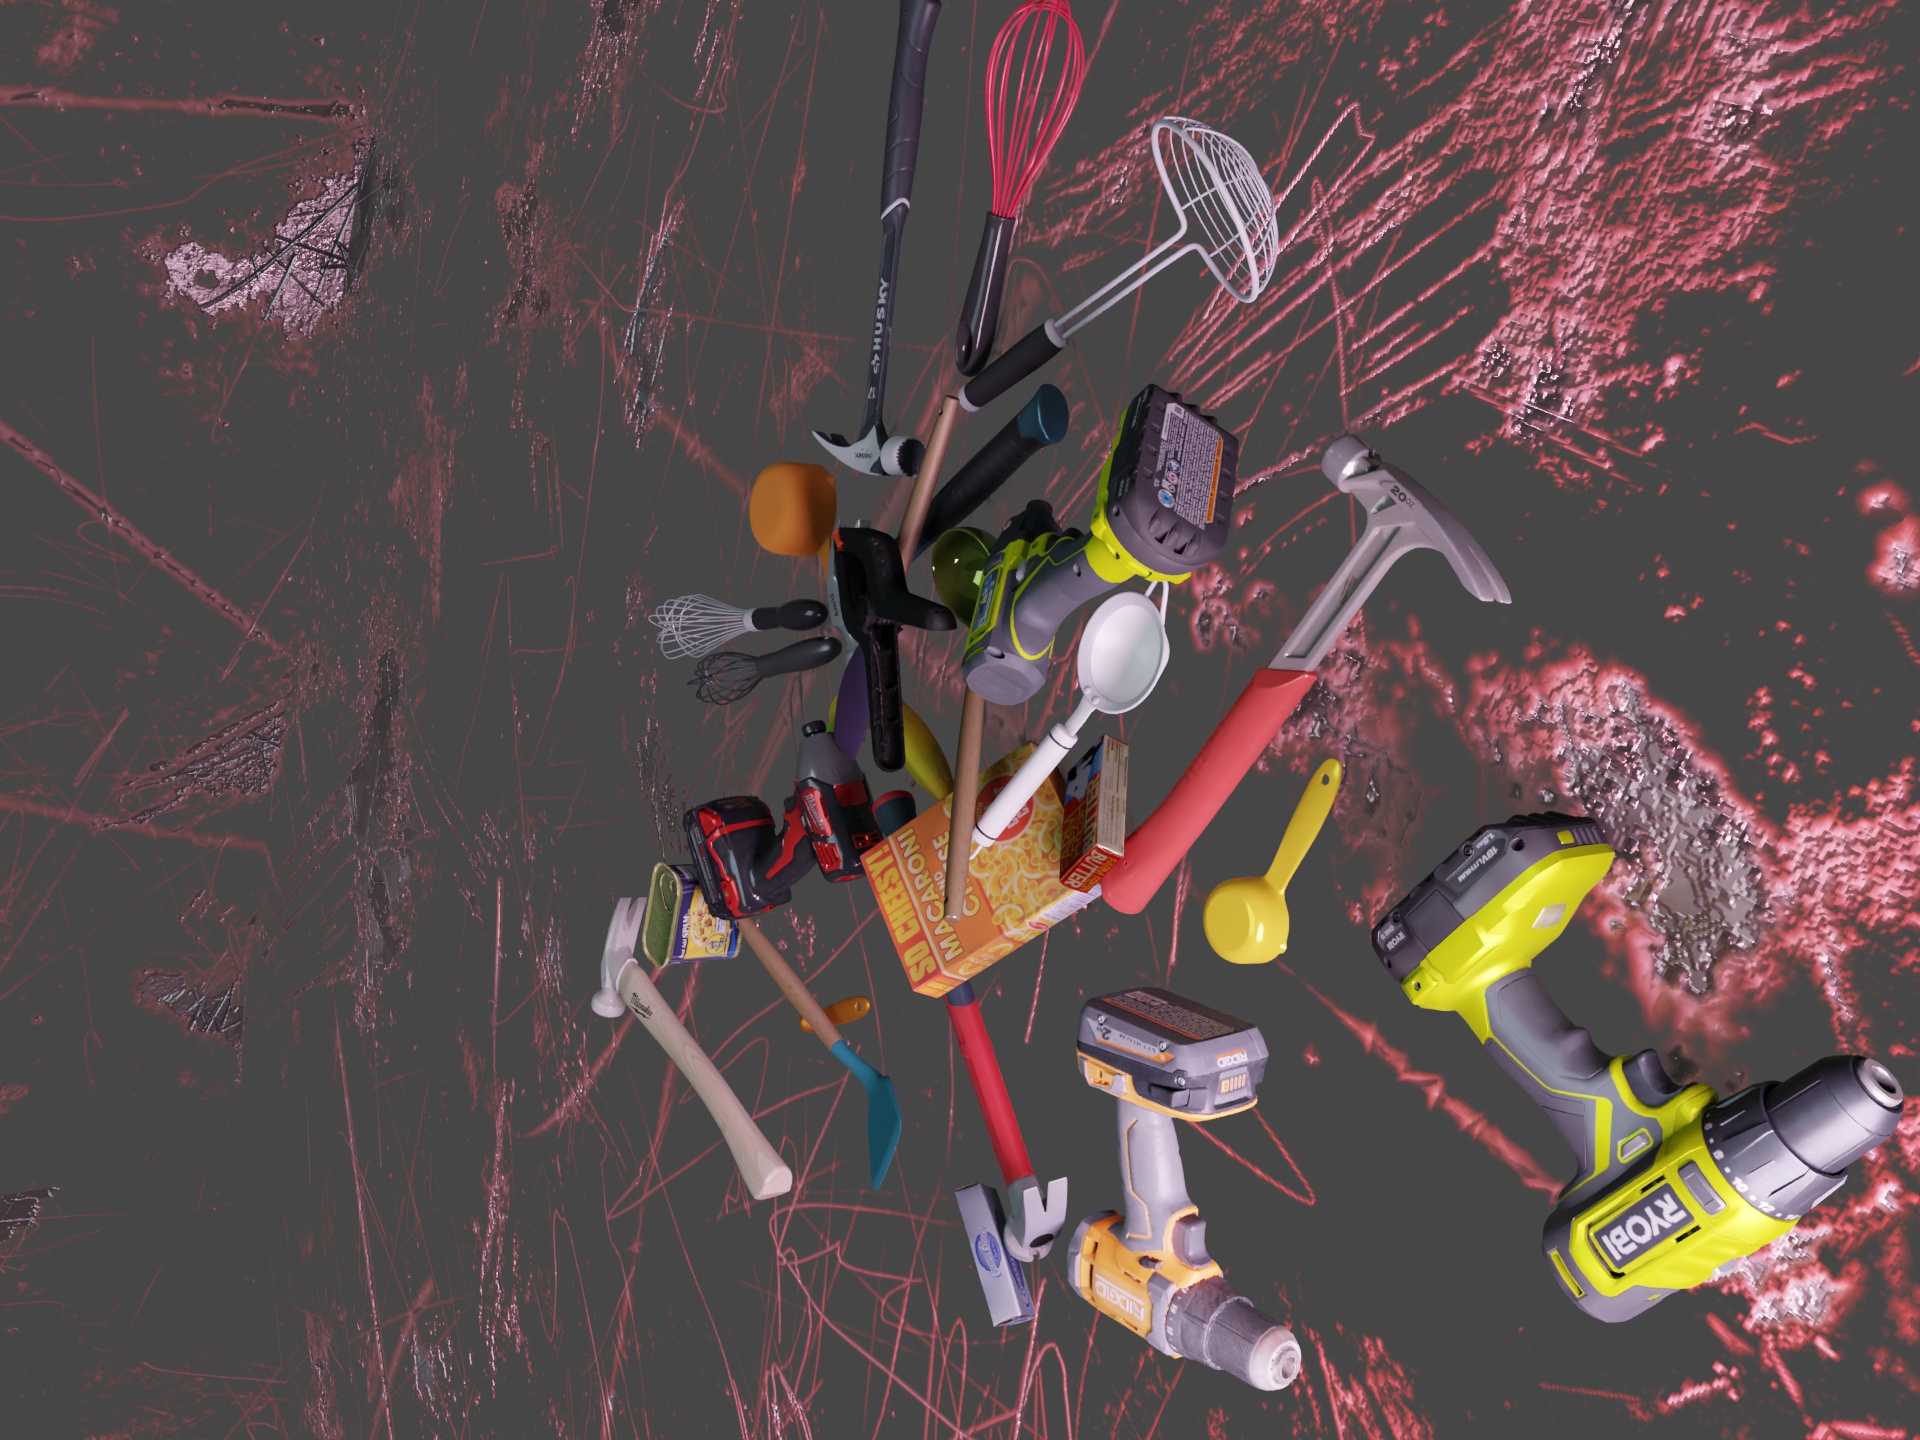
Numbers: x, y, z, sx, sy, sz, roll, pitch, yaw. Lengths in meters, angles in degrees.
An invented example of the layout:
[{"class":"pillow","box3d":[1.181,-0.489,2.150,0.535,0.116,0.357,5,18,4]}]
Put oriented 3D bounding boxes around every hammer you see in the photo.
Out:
[{"class":"hammer","box3d":[-0.279,0.341,1.644,0.411,0.038,0.146,38,117,47]},{"class":"hammer","box3d":[0.001,0.212,1.233,0.143,0.038,0.387,94,159,-57]},{"class":"hammer","box3d":[0.194,0.003,1.015,0.359,0.036,0.149,-59,46,33]},{"class":"hammer","box3d":[-0.060,-0.416,1.367,0.149,0.036,0.409,16,102,53]},{"class":"hammer","box3d":[-0.018,-0.165,1.306,0.331,0.033,0.128,-37,61,46]}]

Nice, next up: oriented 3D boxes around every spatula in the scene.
[{"class":"spatula","box3d":[-0.133,0.275,1.427,0.318,0.044,0.082,45,129,37]},{"class":"spatula","box3d":[-0.055,-0.115,1.306,0.060,0.018,0.315,44,122,48]}]

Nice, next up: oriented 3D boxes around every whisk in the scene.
[{"class":"whisk","box3d":[-0.188,-0.052,1.523,0.239,0.055,0.055,-11,80,49]},{"class":"whisk","box3d":[0.036,-0.407,1.222,0.073,0.073,0.295,43,129,45]},{"class":"whisk","box3d":[-0.218,-0.096,1.560,0.285,0.070,0.070,0,89,49]}]

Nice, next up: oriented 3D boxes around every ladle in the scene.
[{"class":"ladle","box3d":[-0.002,-0.004,1.185,0.078,0.062,0.320,-37,41,52]}]

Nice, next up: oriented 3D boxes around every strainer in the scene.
[{"class":"strainer","box3d":[0.079,0.005,1.128,0.258,0.050,0.087,-52,44,20]}]

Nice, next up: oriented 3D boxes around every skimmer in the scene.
[{"class":"skimmer","box3d":[0.086,-0.292,1.119,0.363,0.090,0.127,-25,97,52]}]

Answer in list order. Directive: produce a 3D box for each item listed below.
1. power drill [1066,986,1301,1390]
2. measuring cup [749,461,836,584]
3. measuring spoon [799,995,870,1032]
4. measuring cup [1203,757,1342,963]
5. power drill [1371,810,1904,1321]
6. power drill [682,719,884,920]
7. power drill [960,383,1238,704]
[{"class":"power drill","box3d":[0.148,0.307,1.037,0.185,0.084,0.226,13,104,53]},{"class":"measuring cup","box3d":[-0.147,-0.162,1.461,0.095,0.052,0.174,-47,51,42]},{"class":"measuring spoon","box3d":[-0.116,0.267,1.446,0.117,0.011,0.021,-27,68,50]},{"class":"measuring cup","box3d":[0.199,0.089,1.011,0.062,0.029,0.156,48,128,42]},{"class":"power drill","box3d":[0.329,0.160,0.798,0.190,0.080,0.229,-55,51,37]},{"class":"power drill","box3d":[-0.158,0.094,1.446,0.219,0.078,0.143,-28,77,46]},{"class":"power drill","box3d":[0.088,-0.127,1.102,0.223,0.080,0.171,-36,33,49]}]
